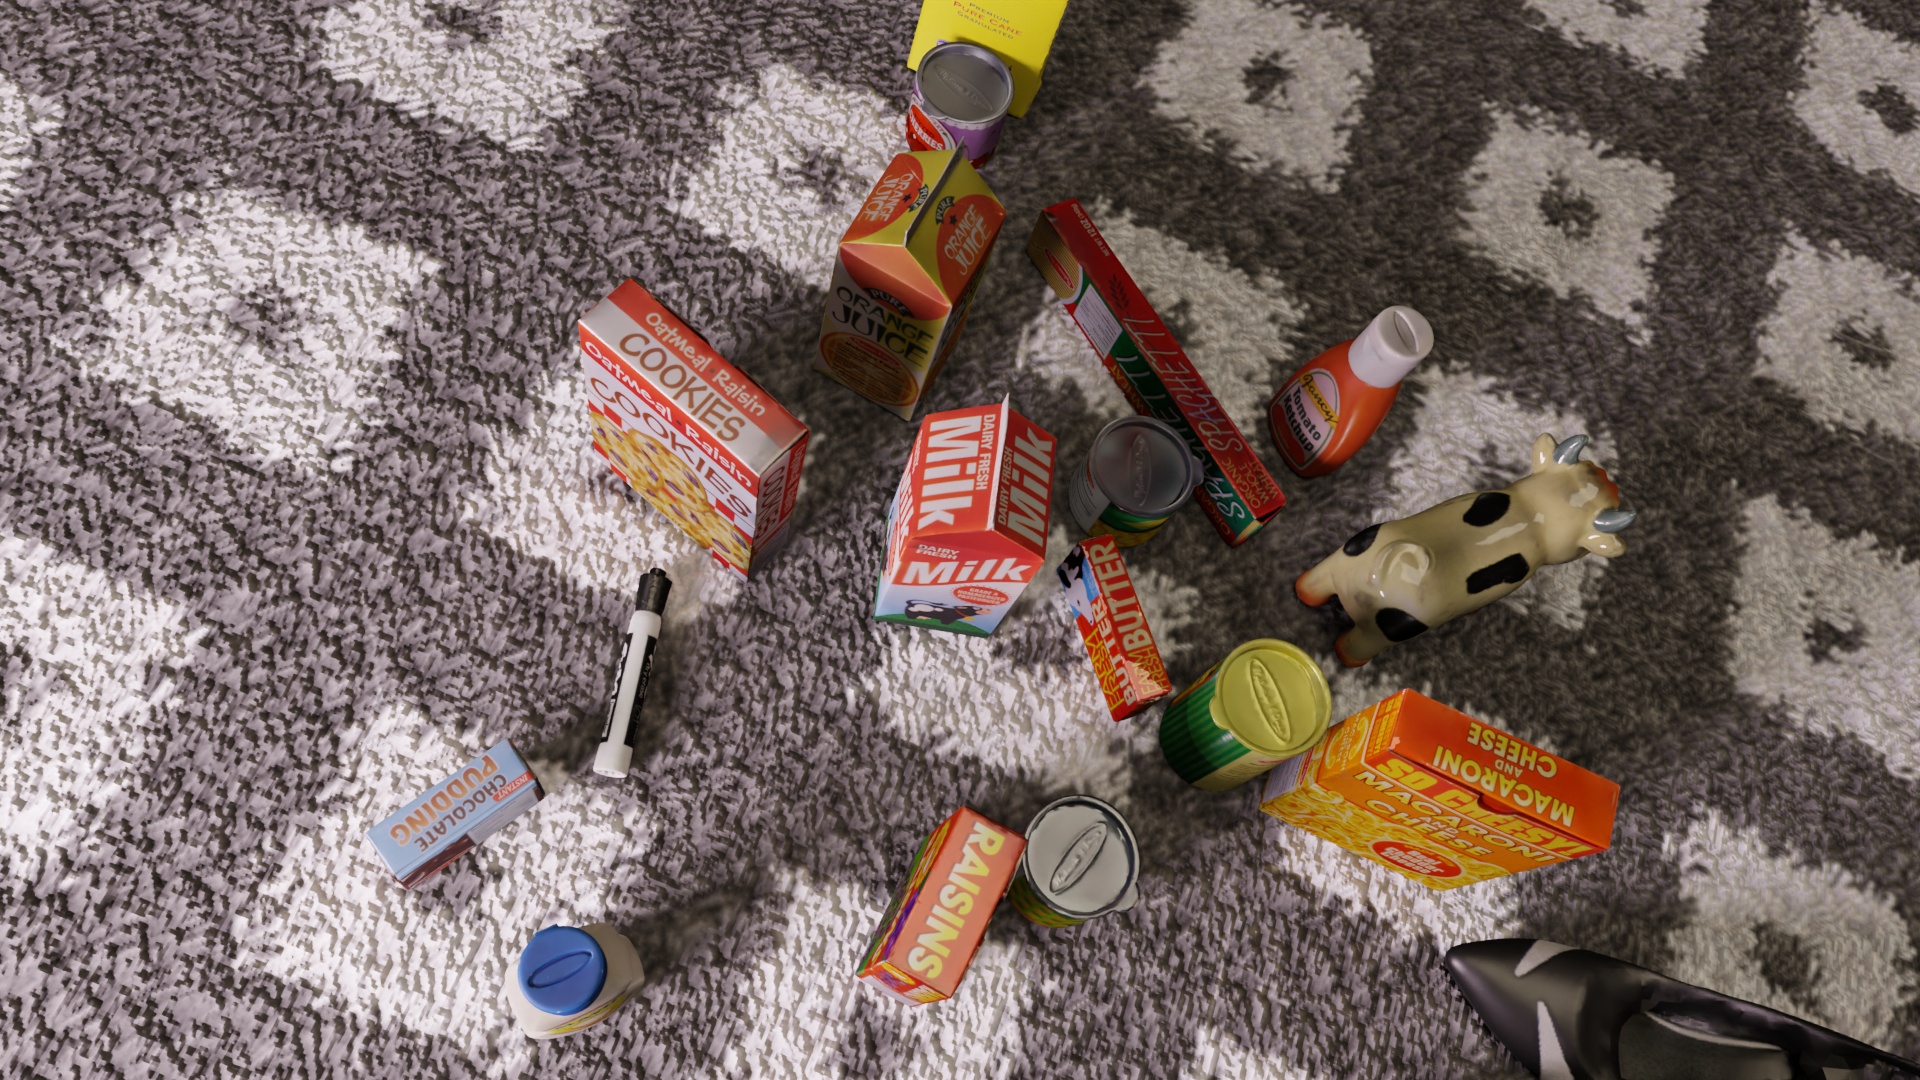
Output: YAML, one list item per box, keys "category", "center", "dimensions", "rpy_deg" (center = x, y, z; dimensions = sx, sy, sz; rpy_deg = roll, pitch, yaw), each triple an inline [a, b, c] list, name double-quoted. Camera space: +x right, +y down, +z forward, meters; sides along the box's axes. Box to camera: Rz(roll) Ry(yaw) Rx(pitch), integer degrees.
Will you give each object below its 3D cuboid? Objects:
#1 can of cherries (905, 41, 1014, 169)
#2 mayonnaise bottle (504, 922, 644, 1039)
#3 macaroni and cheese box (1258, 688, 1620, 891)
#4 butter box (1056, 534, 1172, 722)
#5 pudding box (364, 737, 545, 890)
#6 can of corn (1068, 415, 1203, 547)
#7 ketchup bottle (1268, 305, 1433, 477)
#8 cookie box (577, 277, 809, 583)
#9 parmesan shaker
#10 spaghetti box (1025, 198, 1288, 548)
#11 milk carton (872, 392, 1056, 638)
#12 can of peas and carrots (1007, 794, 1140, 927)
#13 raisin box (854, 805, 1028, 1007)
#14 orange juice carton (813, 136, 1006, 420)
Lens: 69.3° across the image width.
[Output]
- category: "can of cherries"
  center: [-0.004, -0.291, 0.940]
  dimensions: [0.071, 0.058, 0.072]
  rpy_deg: [4, 69, -10]
- category: "mayonnaise bottle"
  center: [-0.185, 0.208, 0.659]
  dimensions: [0.065, 0.147, 0.041]
  rpy_deg: [-23, 76, -19]
- category: "macaroni and cheese box"
  center: [0.256, 0.143, 0.765]
  dimensions: [0.124, 0.165, 0.040]
  rpy_deg: [25, 67, -2]
- category: "butter box"
  center: [0.091, 0.053, 0.828]
  dimensions: [0.024, 0.053, 0.104]
  rpy_deg: [-15, 73, -16]
- category: "pudding box"
  center: [-0.261, 0.143, 0.722]
  dimensions: [0.084, 0.049, 0.030]
  rpy_deg: [-35, 80, -21]
- category: "can of corn"
  center: [0.108, -0.035, 0.863]
  dimensions: [0.071, 0.058, 0.071]
  rpy_deg: [4, 69, -10]
- category: "ketchup bottle"
  center: [0.242, -0.095, 0.865]
  dimensions: [0.043, 0.148, 0.065]
  rpy_deg: [-16, 73, -17]
- category: "cookie box"
  center: [-0.146, -0.054, 0.759]
  dimensions: [0.123, 0.166, 0.040]
  rpy_deg: [40, 67, 5]
- category: "parmesan shaker"
  center: [0.158, 0.102, 0.795]
  dimensions: [0.071, 0.102, 0.071]
  rpy_deg: [4, 69, -10]
- category: "spaghetti box"
  center: [0.124, -0.109, 0.900]
  dimensions: [0.029, 0.050, 0.250]
  rpy_deg: [-28, 77, -20]
- category: "milk carton"
  center: [0.003, -0.010, 0.759]
  dimensions: [0.073, 0.189, 0.072]
  rpy_deg: [10, 68, -8]
- category: "can of peas and carrots"
  center: [0.062, 0.180, 0.769]
  dimensions: [0.071, 0.058, 0.071]
  rpy_deg: [4, 69, -10]
- category: "raisin box"
  center: [-0.012, 0.191, 0.715]
  dimensions: [0.040, 0.123, 0.086]
  rpy_deg: [29, 67, 0]
- category: "orange juice carton"
  center: [-0.030, -0.152, 0.807]
  dimensions: [0.073, 0.192, 0.072]
  rpy_deg: [29, 67, 0]
